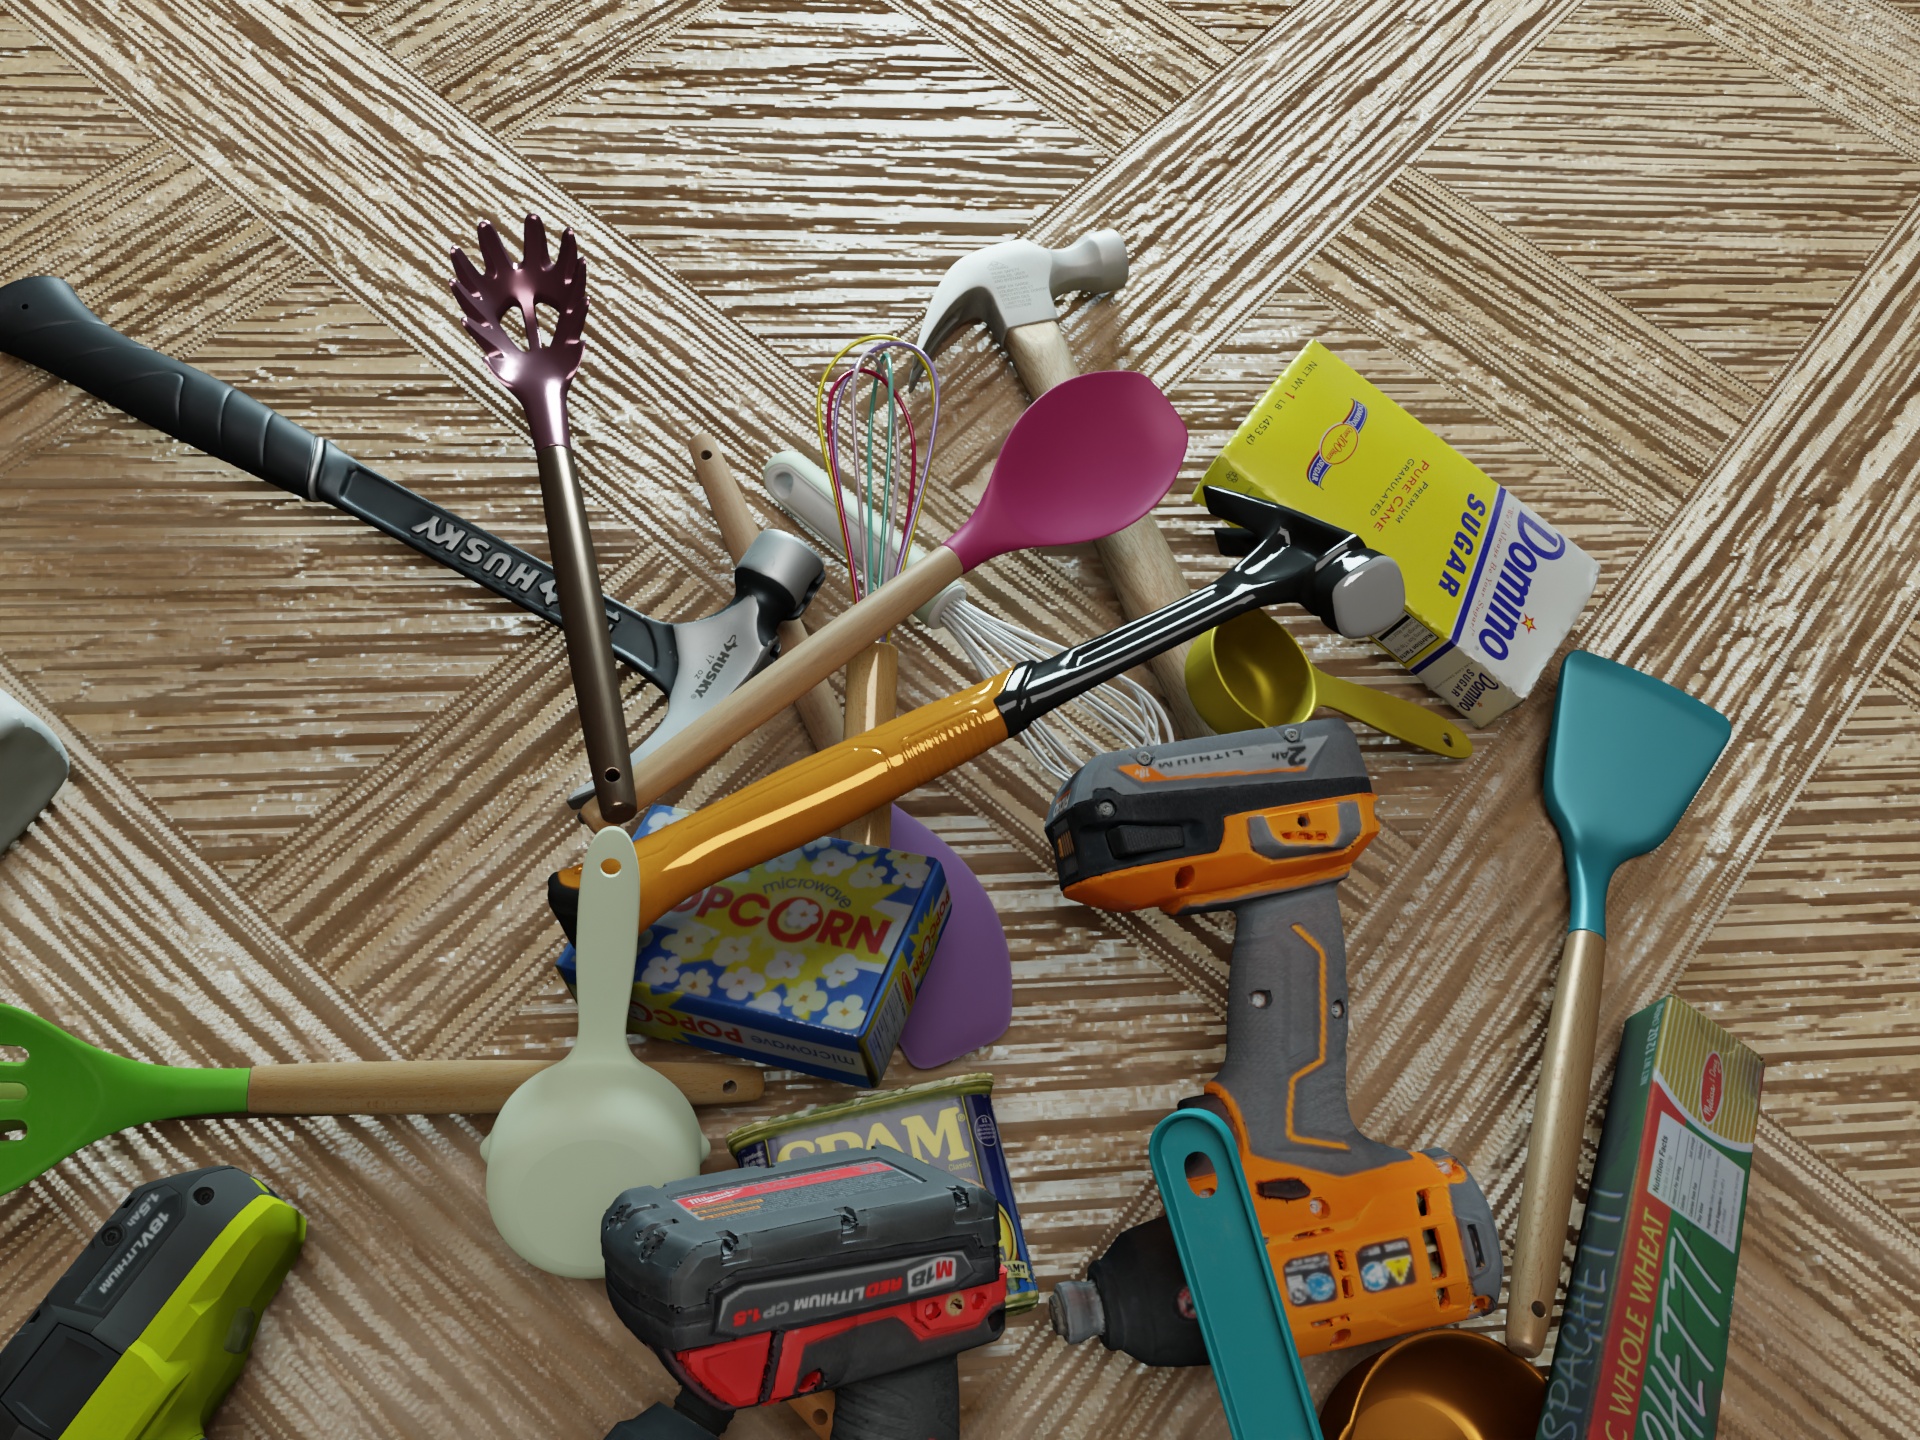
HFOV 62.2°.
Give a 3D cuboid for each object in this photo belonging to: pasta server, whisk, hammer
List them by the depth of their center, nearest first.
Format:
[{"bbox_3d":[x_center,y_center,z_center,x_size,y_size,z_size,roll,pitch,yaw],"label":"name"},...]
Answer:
[{"bbox_3d":[-0.001,-0.002,0.620,0.337,0.034,0.127,-26,28,-12],"label":"hammer"},{"bbox_3d":[-0.165,-0.095,0.654,0.060,0.040,0.317,-12,56,-10],"label":"pasta server"},{"bbox_3d":[-0.040,-0.051,0.678,0.047,0.051,0.245,8,74,-25],"label":"whisk"},{"bbox_3d":[-0.271,-0.098,0.704,0.409,0.036,0.149,27,69,11],"label":"hammer"},{"bbox_3d":[-0.001,-0.045,0.710,0.246,0.057,0.059,40,31,18],"label":"whisk"},{"bbox_3d":[0.072,-0.096,0.751,0.130,0.031,0.332,-15,66,-14],"label":"hammer"}]

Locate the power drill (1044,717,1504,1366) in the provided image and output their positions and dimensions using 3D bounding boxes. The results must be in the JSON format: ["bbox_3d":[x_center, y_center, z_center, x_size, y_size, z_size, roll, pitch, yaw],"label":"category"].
[{"bbox_3d":[0.098,0.123,0.599,0.164,0.084,0.226,-9,78,-11],"label":"power drill"}]

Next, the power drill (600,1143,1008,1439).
[{"bbox_3d":[-0.048,0.253,0.483,0.143,0.078,0.220,-3,88,-27],"label":"power drill"}]

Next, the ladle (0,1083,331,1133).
[{"bbox_3d":[-0.283,0.136,0.579,0.320,0.062,0.078,0,73,-9],"label":"ladle"}]

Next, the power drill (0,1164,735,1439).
[{"bbox_3d":[-0.196,0.251,0.520,0.223,0.080,0.171,30,64,5],"label":"power drill"}]

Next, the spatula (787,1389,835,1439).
[{"bbox_3d":[0.062,0.334,0.524,0.323,0.041,0.081,38,90,15],"label":"spatula"}]

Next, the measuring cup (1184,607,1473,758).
[{"bbox_3d":[0.163,-0.003,0.701,0.156,0.029,0.062,18,56,-28],"label":"measuring cup"}]

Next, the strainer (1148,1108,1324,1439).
[{"bbox_3d":[0.108,0.284,0.456,0.211,0.095,0.340,-19,77,13],"label":"strainer"}]

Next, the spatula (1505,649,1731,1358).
[{"bbox_3d":[0.255,0.104,0.646,0.082,0.044,0.318,25,52,2],"label":"spatula"}]

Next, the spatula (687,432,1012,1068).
[{"bbox_3d":[-0.058,-0.001,0.694,0.060,0.018,0.316,-23,68,-7],"label":"spatula"}]

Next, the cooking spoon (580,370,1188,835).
[{"bbox_3d":[-0.023,-0.052,0.652,0.319,0.017,0.069,-38,91,-23],"label":"cooking spoon"}]

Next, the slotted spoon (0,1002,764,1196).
[{"bbox_3d":[-0.226,0.133,0.567,0.313,0.031,0.070,3,91,-18],"label":"slotted spoon"}]

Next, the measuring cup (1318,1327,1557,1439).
[{"bbox_3d":[0.165,0.302,0.542,0.095,0.052,0.174,10,60,-6],"label":"measuring cup"}]

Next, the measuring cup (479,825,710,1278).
[{"bbox_3d":[-0.126,0.120,0.554,0.083,0.167,0.038,3,18,-11],"label":"measuring cup"}]
